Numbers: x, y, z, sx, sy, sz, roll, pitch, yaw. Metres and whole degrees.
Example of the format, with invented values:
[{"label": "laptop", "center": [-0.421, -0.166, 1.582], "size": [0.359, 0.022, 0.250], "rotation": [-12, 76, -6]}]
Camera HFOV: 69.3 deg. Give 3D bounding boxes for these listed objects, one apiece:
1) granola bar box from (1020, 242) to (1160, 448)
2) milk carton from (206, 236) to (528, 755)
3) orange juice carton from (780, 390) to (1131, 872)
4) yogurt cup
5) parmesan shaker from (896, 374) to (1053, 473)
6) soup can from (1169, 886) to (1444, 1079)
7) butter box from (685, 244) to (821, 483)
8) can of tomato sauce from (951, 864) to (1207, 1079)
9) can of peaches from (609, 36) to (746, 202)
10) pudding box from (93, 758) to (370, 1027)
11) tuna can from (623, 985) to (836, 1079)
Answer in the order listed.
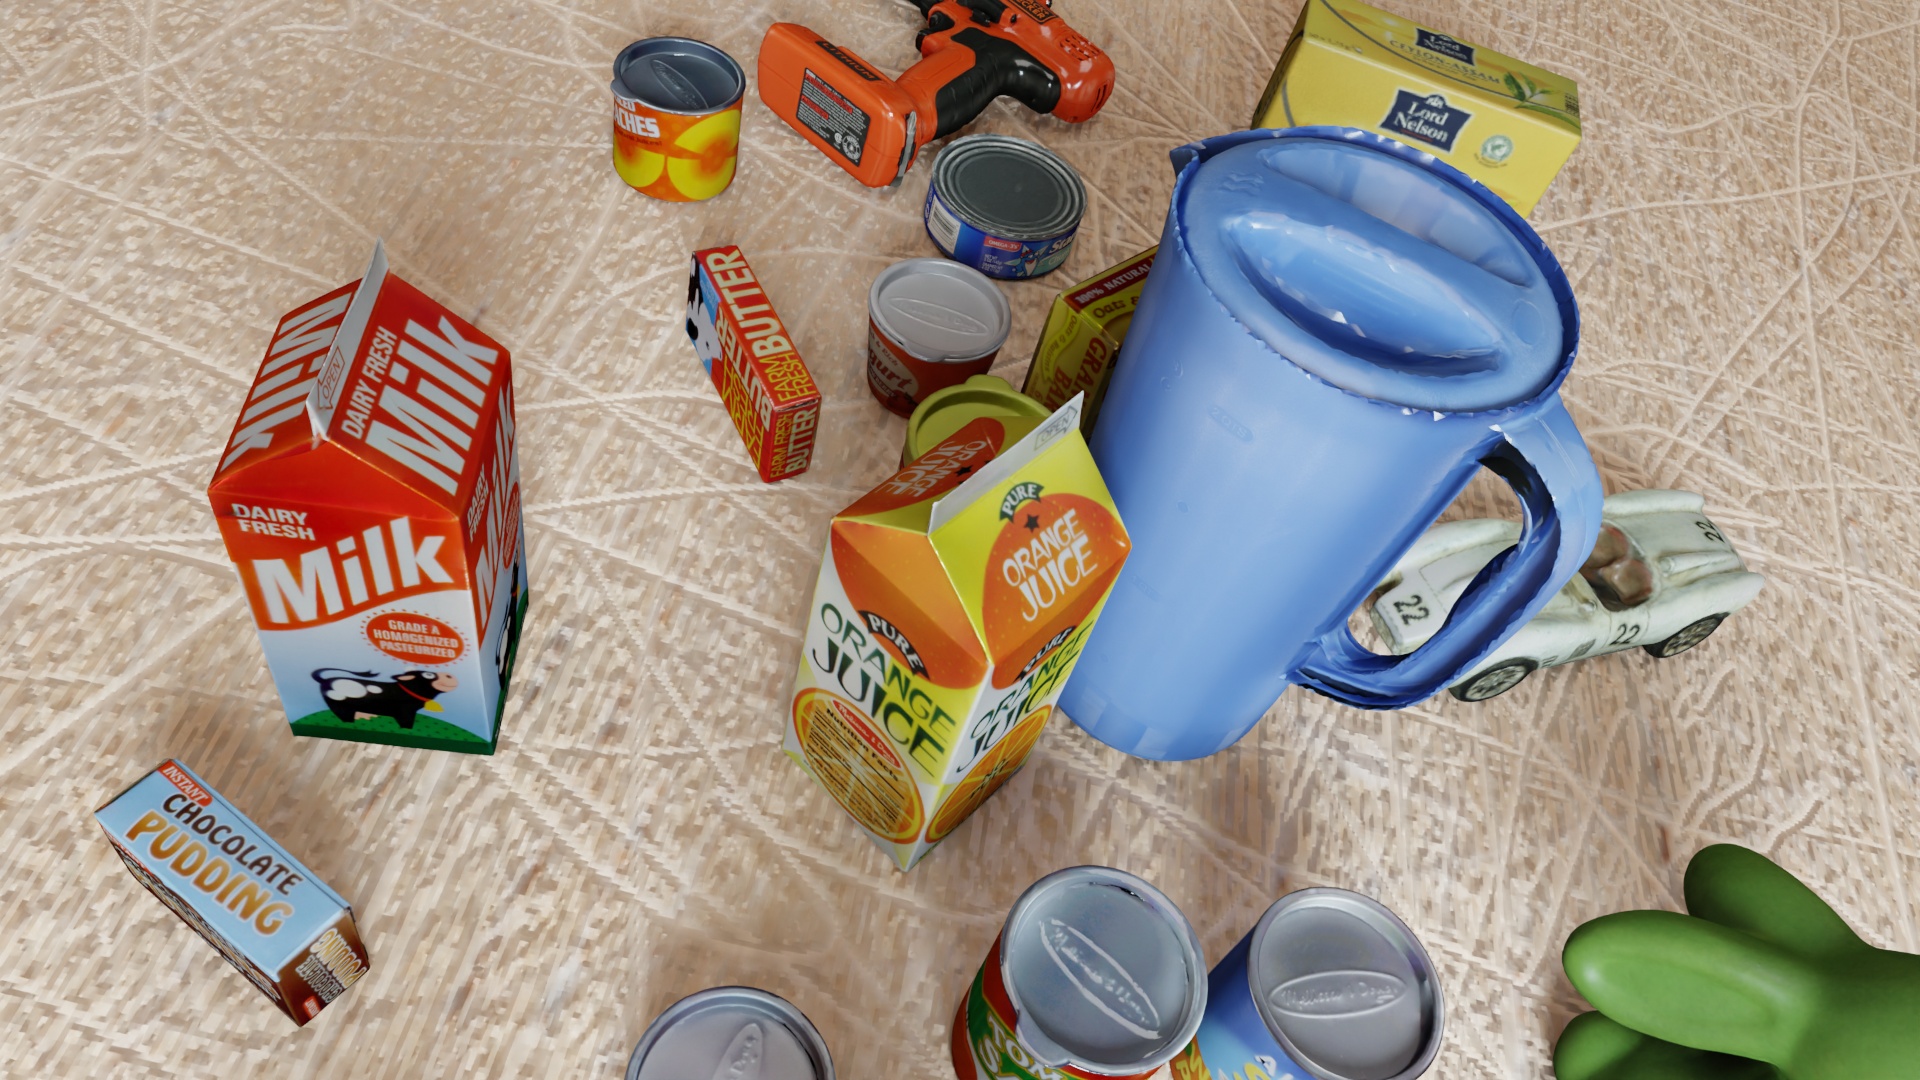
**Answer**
[{"label": "granola bar box", "center": [0.097, -0.087, 0.641], "size": [0.166, 0.123, 0.039], "rotation": [-31, 65, -32]}, {"label": "milk carton", "center": [-0.190, -0.007, 0.460], "size": [0.073, 0.189, 0.073], "rotation": [7, 51, -9]}, {"label": "orange juice carton", "center": [-0.004, 0.030, 0.479], "size": [0.073, 0.191, 0.072], "rotation": [41, 54, 18]}, {"label": "yogurt cup", "center": [-0.014, -0.094, 0.663], "size": [0.072, 0.053, 0.073], "rotation": [7, 51, -9]}, {"label": "parmesan shaker", "center": [0.002, -0.007, 0.567], "size": [0.071, 0.102, 0.072], "rotation": [7, 51, -9]}, {"label": "soup can", "center": [0.115, 0.168, 0.471], "size": [0.071, 0.083, 0.072], "rotation": [7, 51, -9]}, {"label": "butter box", "center": [-0.096, -0.081, 0.632], "size": [0.024, 0.052, 0.104], "rotation": [-16, 58, -25]}, {"label": "can of tomato sauce", "center": [0.036, 0.157, 0.459], "size": [0.071, 0.082, 0.071], "rotation": [7, 51, -9]}, {"label": "can of peaches", "center": [-0.150, -0.218, 0.724], "size": [0.071, 0.057, 0.071], "rotation": [7, 51, -9]}, {"label": "pudding box", "center": [-0.232, 0.112, 0.446], "size": [0.084, 0.049, 0.030], "rotation": [34, 52, 13]}, {"label": "tuna can", "center": [-0.072, 0.181, 0.444], "size": [0.071, 0.032, 0.071], "rotation": [7, 51, -9]}]
